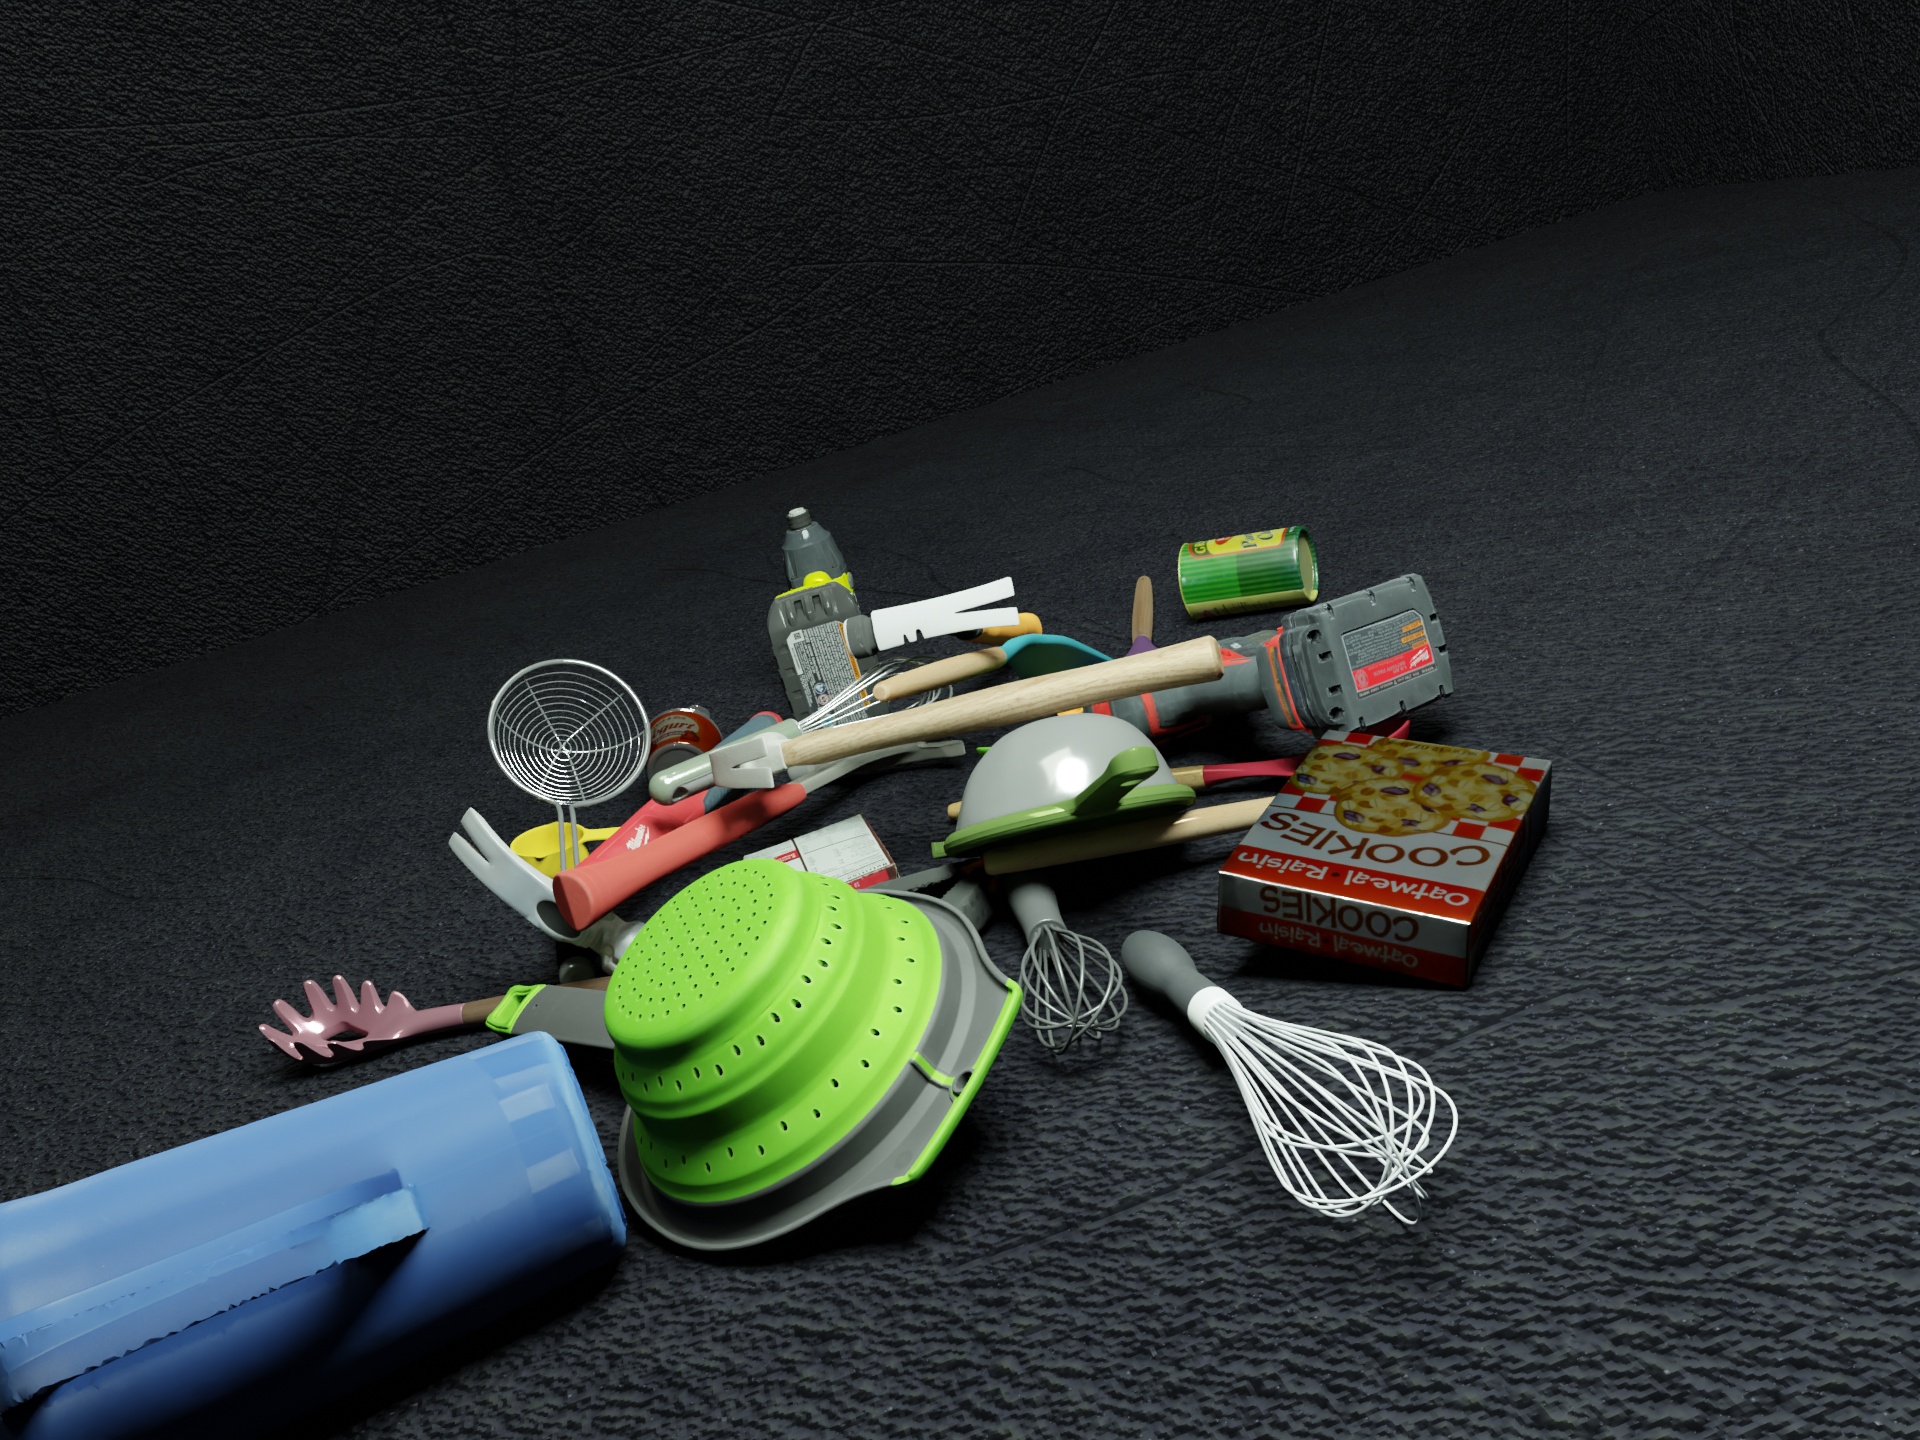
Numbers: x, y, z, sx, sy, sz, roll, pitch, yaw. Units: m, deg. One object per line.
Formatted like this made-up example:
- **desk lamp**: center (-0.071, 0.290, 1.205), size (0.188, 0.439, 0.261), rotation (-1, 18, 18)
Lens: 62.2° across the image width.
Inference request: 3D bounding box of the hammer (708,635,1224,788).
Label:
- **hammer**: center (-0.002, -0.003, 0.992), size (0.331, 0.031, 0.130), rotation (-13, 2, 14)

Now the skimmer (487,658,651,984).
- **skimmer**: center (-0.277, 0.063, 1.144), size (0.127, 0.090, 0.364), rotation (10, 20, -20)

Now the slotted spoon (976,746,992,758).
- **slotted spoon**: center (0.155, -0.019, 1.173), size (0.313, 0.031, 0.070), rotation (-21, 4, -20)

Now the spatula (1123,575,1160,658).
- **spatula**: center (0.152, -0.073, 1.349), size (0.060, 0.018, 0.316), rotation (-19, 18, 14)

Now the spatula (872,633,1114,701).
- **spatula**: center (0.020, -0.032, 1.151), size (0.082, 0.044, 0.317), rotation (-12, 4, 27)

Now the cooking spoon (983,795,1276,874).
- **cooking spoon**: center (0.170, 0.053, 0.913), size (0.319, 0.017, 0.069), rotation (-10, 17, -5)

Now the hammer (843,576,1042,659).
- **hammer**: center (0.021, -0.077, 1.278), size (0.127, 0.034, 0.337), rotation (-12, -1, 16)

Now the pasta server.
- **pasta server**: center (-0.283, 0.172, 0.980), size (0.316, 0.040, 0.060), rotation (-11, 31, 13)

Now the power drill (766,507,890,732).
- **power drill**: center (-0.117, -0.082, 1.376), size (0.080, 0.171, 0.223), rotation (-16, 21, 1)

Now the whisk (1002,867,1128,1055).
- **whisk**: center (0.046, 0.113, 0.852), size (0.055, 0.055, 0.239), rotation (-17, 14, -1)

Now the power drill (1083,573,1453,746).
- **power drill**: center (0.213, -0.034, 1.053), size (0.188, 0.080, 0.227), rotation (-18, 4, -33)

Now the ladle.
- **ladle**: center (0.133, 0.039, 1.024), size (0.315, 0.031, 0.069), rotation (-10, 11, 26)

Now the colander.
- **colander**: center (-0.153, 0.137, 0.796), size (0.397, 0.094, 0.205), rotation (-5, 42, 45)

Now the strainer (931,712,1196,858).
- **strainer**: center (0.065, 0.023, 0.886), size (0.151, 0.069, 0.256), rotation (-10, -11, -9)

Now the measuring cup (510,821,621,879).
- **measuring cup**: center (-0.263, 0.098, 1.215), size (0.156, 0.029, 0.062), rotation (-5, 21, -1)

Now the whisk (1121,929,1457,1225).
- **whisk**: center (0.123, 0.140, 0.693), size (0.070, 0.070, 0.285), rotation (-20, 13, -10)

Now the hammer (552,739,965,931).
- **hammer**: center (-0.137, 0.062, 1.071), size (0.149, 0.036, 0.359), rotation (-12, 8, 29)

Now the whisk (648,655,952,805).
- **whisk**: center (-0.110, 0.008, 1.133), size (0.246, 0.057, 0.059), rotation (-23, 55, -29)

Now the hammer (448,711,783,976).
- **hammer**: center (-0.218, 0.055, 1.157), size (0.038, 0.143, 0.386), rotation (-53, 0, 22)

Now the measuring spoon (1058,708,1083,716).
- **measuring spoon**: center (0.079, -0.014, 1.258), size (0.021, 0.011, 0.117), rotation (-15, 14, -4)
